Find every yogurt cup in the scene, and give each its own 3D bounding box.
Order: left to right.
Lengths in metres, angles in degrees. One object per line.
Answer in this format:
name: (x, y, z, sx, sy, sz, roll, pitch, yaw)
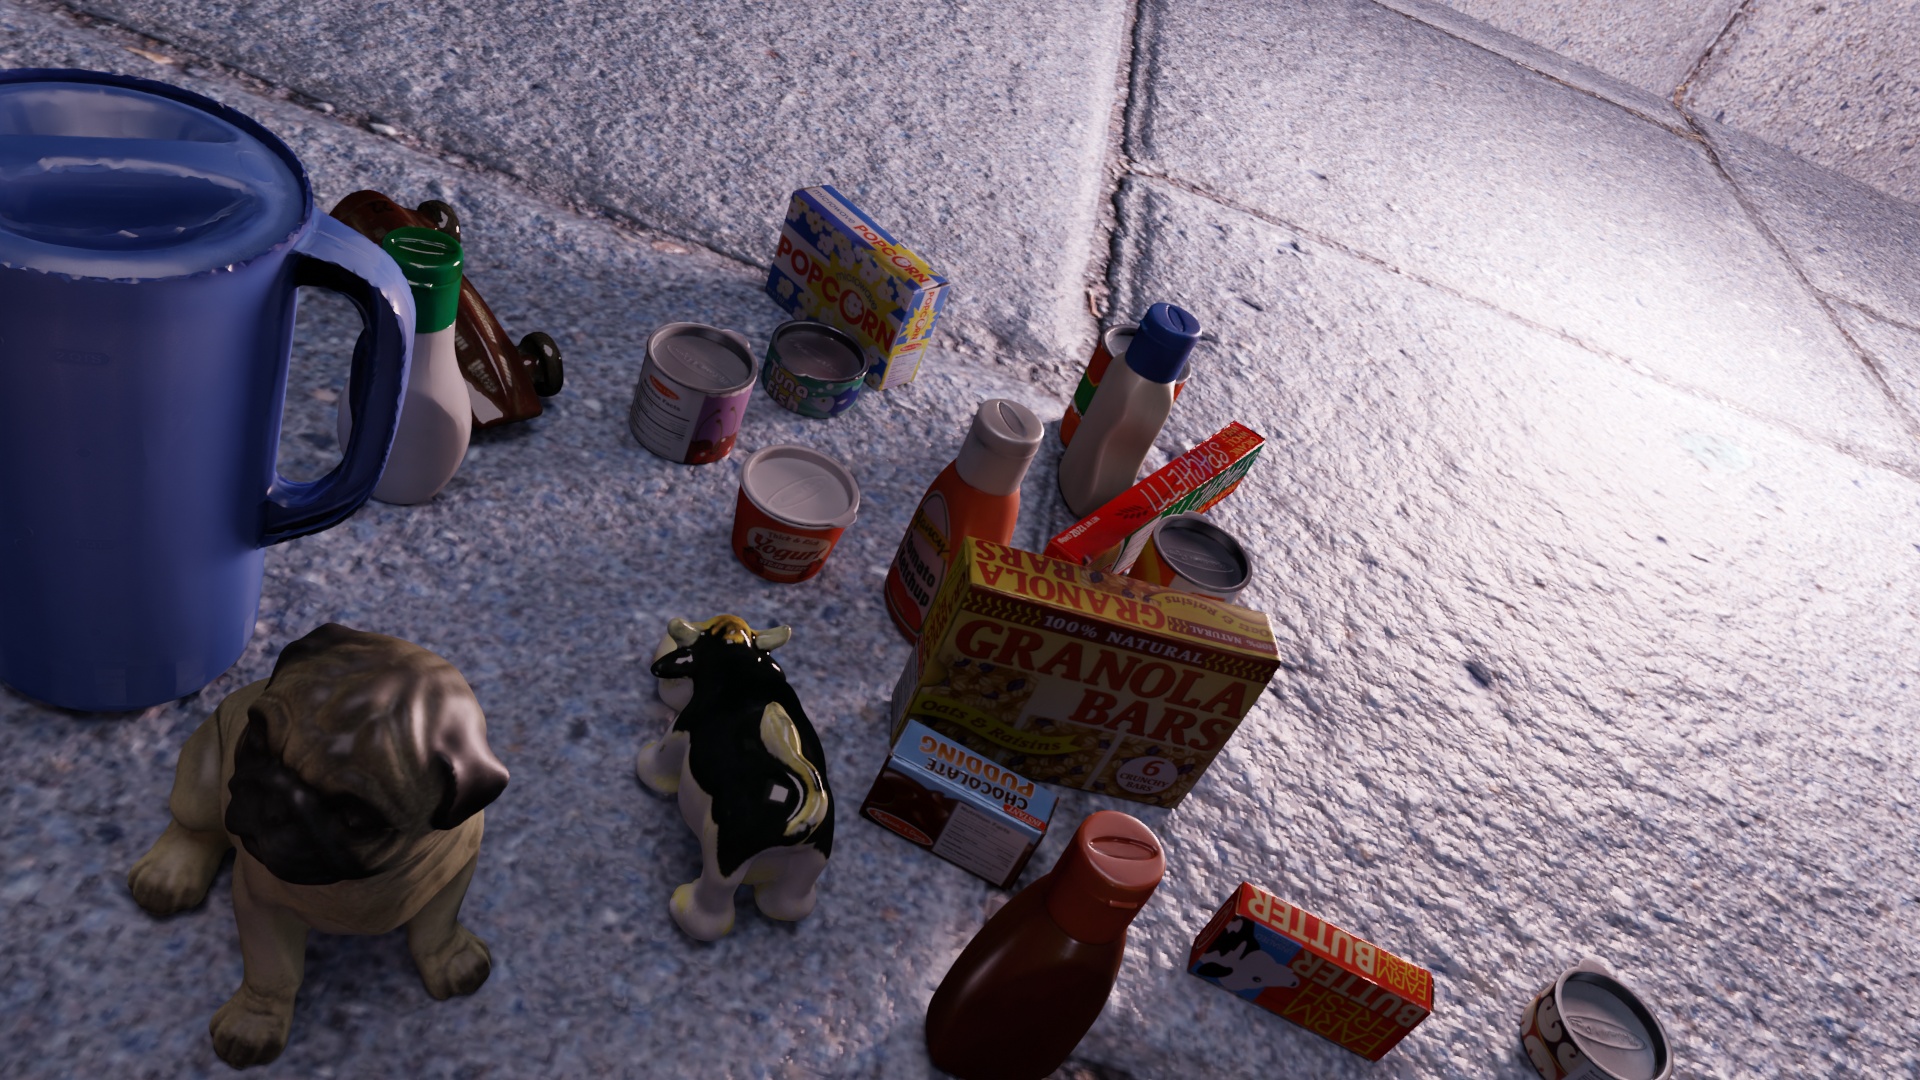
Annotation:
yogurt cup: (-0.096, -0.013, 0.783, 0.072, 0.053, 0.073, 15, 39, -12)

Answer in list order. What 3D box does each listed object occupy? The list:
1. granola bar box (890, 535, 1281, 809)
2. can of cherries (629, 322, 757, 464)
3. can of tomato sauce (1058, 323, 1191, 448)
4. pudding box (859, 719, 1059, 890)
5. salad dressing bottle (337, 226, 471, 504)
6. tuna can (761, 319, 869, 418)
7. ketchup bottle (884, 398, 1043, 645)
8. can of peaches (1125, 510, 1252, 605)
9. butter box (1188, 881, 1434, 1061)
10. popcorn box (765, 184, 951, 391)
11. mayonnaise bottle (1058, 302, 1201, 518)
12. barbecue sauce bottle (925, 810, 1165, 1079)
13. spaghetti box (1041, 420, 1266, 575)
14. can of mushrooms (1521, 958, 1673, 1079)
granola bar box: (0.060, 0.072, 0.710, 0.166, 0.123, 0.039, 14, 39, -13)
can of cherries: (-0.159, -0.089, 0.833, 0.071, 0.058, 0.072, 15, 39, -12)
can of tomato sauce: (0.113, -0.097, 0.968, 0.071, 0.082, 0.071, 15, 39, -12)
pudding box: (-0.001, 0.128, 0.673, 0.084, 0.049, 0.030, 27, 38, 2)
salad dressing bottle: (-0.275, -0.085, 0.696, 0.064, 0.146, 0.044, 7, 41, -22)
tuna can: (-0.097, -0.112, 0.914, 0.071, 0.032, 0.071, 15, 39, -12)
ketchup bottle: (0.003, -0.009, 0.755, 0.043, 0.148, 0.065, -3, 46, -31)
can of peaches: (0.138, 0.025, 0.859, 0.071, 0.057, 0.071, 15, 39, -12)
butter box: (0.168, 0.208, 0.668, 0.103, 0.052, 0.024, 26, 38, 1)
popcorn box: (-0.074, -0.175, 0.957, 0.127, 0.084, 0.038, 43, 41, 21)
mayonnaise bottle: (0.109, -0.083, 0.897, 0.041, 0.147, 0.065, 10, 40, -19)
barbecue sauce bottle: (0.037, 0.169, 0.567, 0.065, 0.147, 0.044, 11, 40, -17)
spaghetti box: (0.127, -0.019, 0.911, 0.029, 0.050, 0.251, 39, 40, 18)
can of mushrooms: (0.326, 0.255, 0.713, 0.071, 0.033, 0.071, 15, 39, -12)
